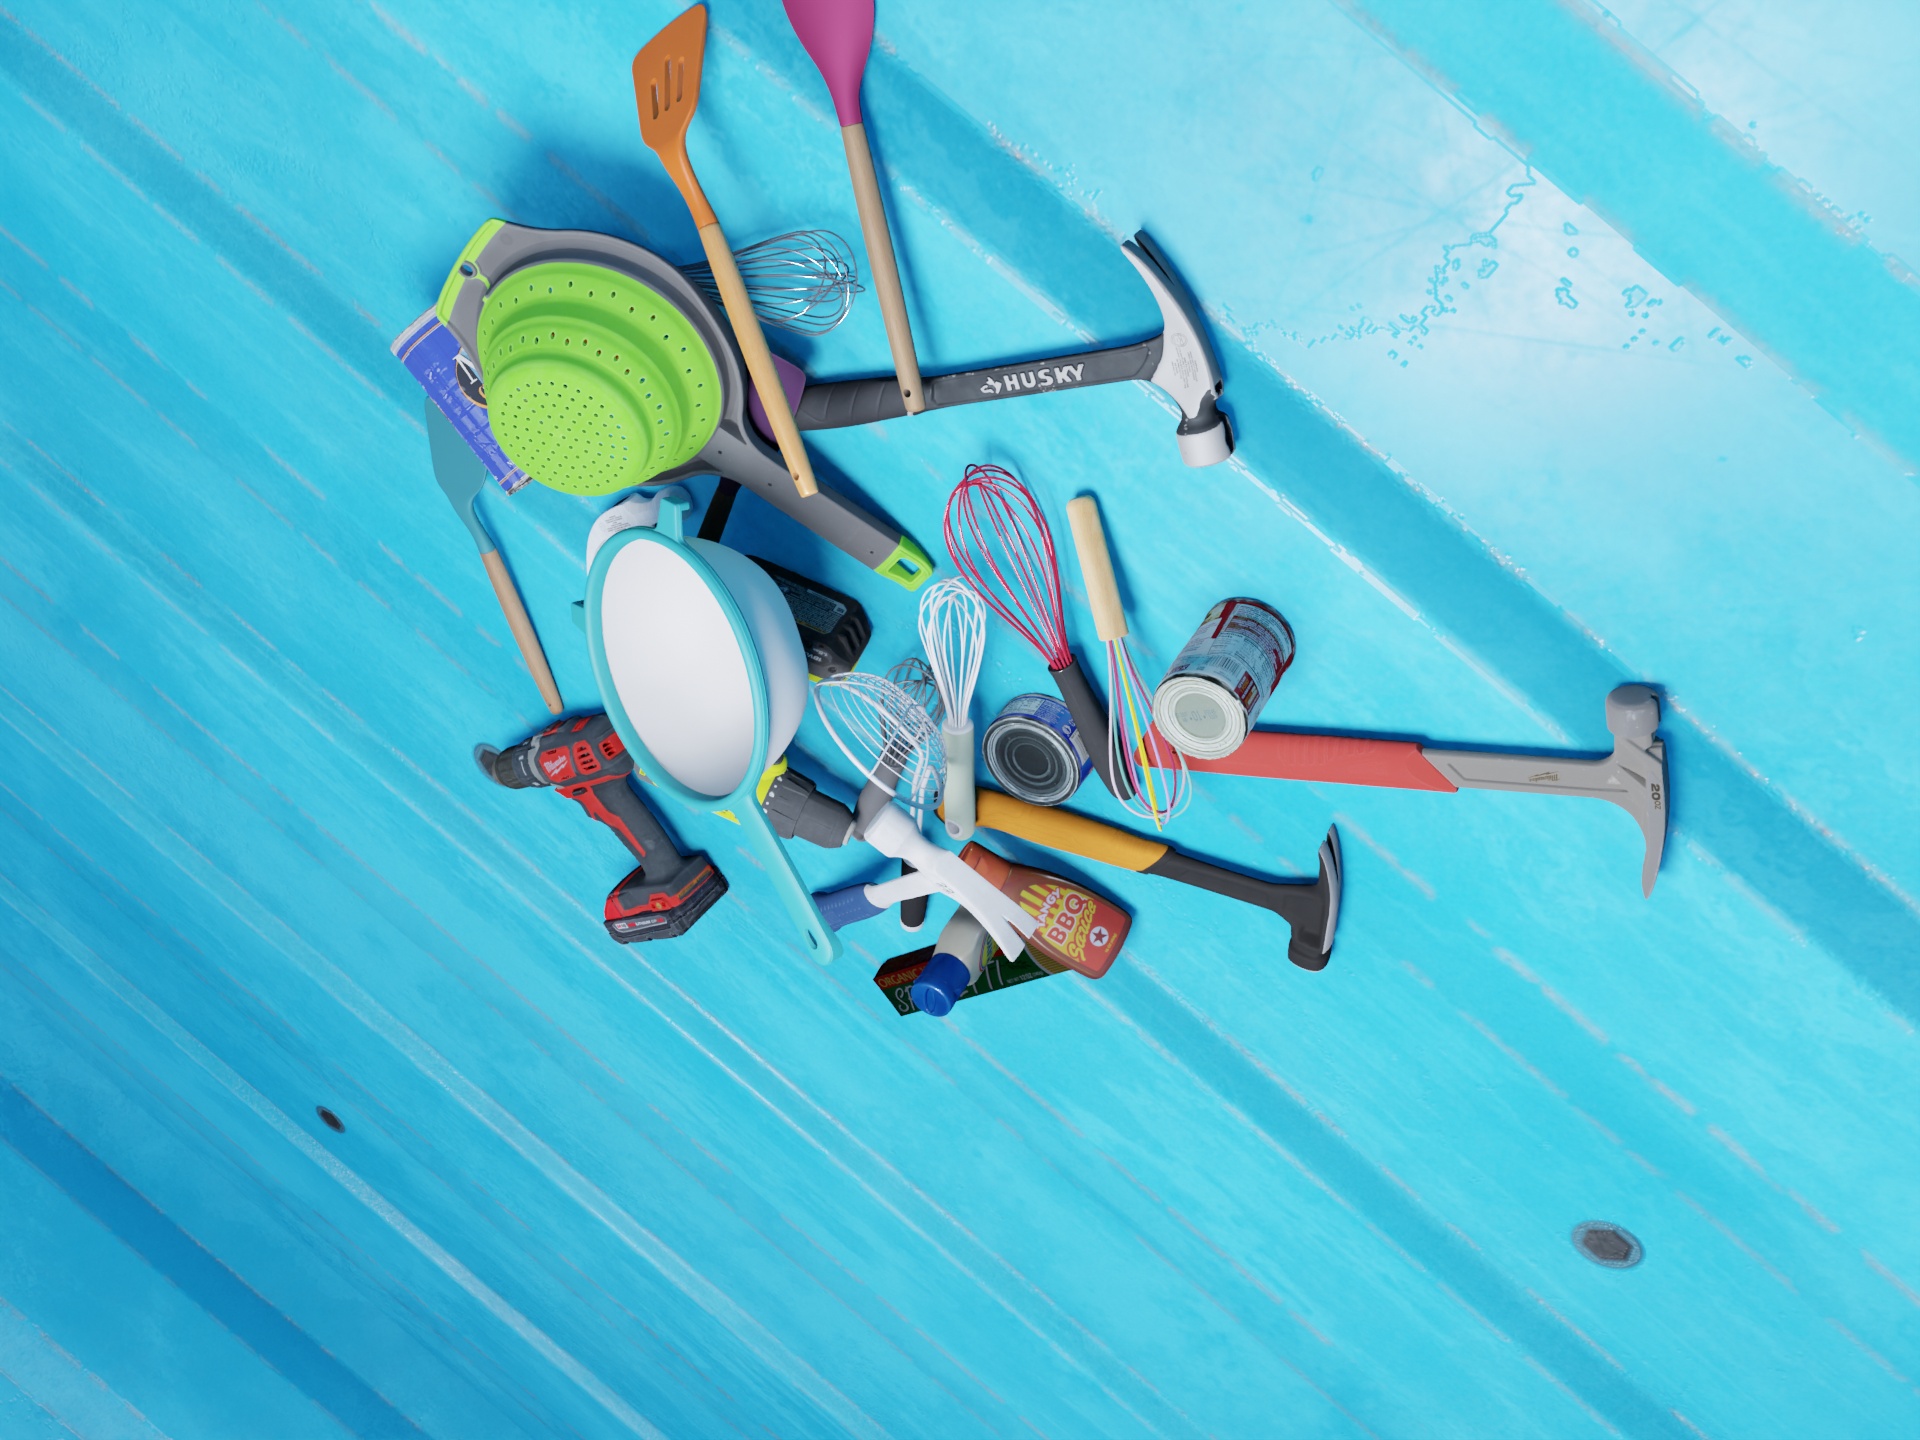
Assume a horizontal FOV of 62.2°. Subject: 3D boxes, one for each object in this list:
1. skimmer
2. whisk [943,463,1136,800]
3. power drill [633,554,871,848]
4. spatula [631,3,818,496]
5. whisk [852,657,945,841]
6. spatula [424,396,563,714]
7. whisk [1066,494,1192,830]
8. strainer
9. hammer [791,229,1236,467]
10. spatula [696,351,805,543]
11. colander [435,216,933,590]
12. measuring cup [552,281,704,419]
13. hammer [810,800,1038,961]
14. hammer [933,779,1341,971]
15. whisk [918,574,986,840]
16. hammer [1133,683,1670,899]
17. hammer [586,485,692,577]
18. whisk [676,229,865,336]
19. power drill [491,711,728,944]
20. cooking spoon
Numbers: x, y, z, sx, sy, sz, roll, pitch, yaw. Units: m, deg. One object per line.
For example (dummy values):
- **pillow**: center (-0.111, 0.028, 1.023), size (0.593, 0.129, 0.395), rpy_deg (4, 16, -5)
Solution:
- **skimmer**: center (-0.062, 0.089, 1.276), size (0.127, 0.090, 0.363), rpy_deg (55, 159, 29)
- **whisk**: center (0.066, -0.057, 1.155), size (0.073, 0.073, 0.295), rpy_deg (-7, 124, 37)
- **power drill**: center (-0.154, -0.003, 1.299), size (0.190, 0.080, 0.228), rpy_deg (24, 126, 2)
- **spatula**: center (-0.150, -0.303, 1.051), size (0.081, 0.041, 0.322), rpy_deg (-16, 97, 42)
- **whisk**: center (-0.059, 0.031, 1.311), size (0.055, 0.055, 0.238), rpy_deg (33, 139, 8)
- **spatula**: center (-0.406, -0.138, 1.426), size (0.082, 0.044, 0.317), rpy_deg (10, 132, 27)
- **whisk**: center (0.115, -0.038, 1.115), size (0.051, 0.047, 0.245), rpy_deg (-7, 104, 37)
- **strainer**: center (-0.146, 0.009, 1.150), size (0.211, 0.095, 0.340), rpy_deg (-34, 84, 50)
- **hammer**: center (-0.017, -0.230, 1.090), size (0.409, 0.036, 0.149), rpy_deg (0, 122, 34)
- **spatula**: center (-0.188, -0.161, 1.221), size (0.060, 0.018, 0.315), rpy_deg (28, 135, -3)
- **colander**: center (-0.191, -0.181, 1.116), size (0.396, 0.095, 0.204), rpy_deg (32, 135, -19)
- **measuring cup**: center (-0.241, -0.247, 1.167), size (0.173, 0.052, 0.095), rpy_deg (53, 147, -16)
- **hammer**: center (-0.060, 0.146, 1.290), size (0.144, 0.035, 0.405), rpy_deg (39, 161, -7)
- **hammer**: center (0.131, 0.097, 1.245), size (0.337, 0.034, 0.127), rpy_deg (15, 131, 23)
- **whisk**: center (-0.002, -0.004, 1.213), size (0.058, 0.059, 0.246), rpy_deg (24, 134, 29)
- **hammer**: center (0.291, 0.037, 1.093), size (0.359, 0.037, 0.149), rpy_deg (4, 125, 30)
- **hammer**: center (-0.216, -0.042, 1.366), size (0.128, 0.033, 0.330), rpy_deg (-7, 119, 36)
- **whisk**: center (-0.186, -0.310, 1.127), size (0.285, 0.070, 0.070), rpy_deg (11, 128, 32)
- **power drill**: center (-0.346, 0.102, 1.534), size (0.188, 0.080, 0.226), rpy_deg (-13, 112, 39)
- **cooking spoon**: center (-0.063, -0.353, 1.014), size (0.069, 0.017, 0.318), rpy_deg (1, 115, 33)
